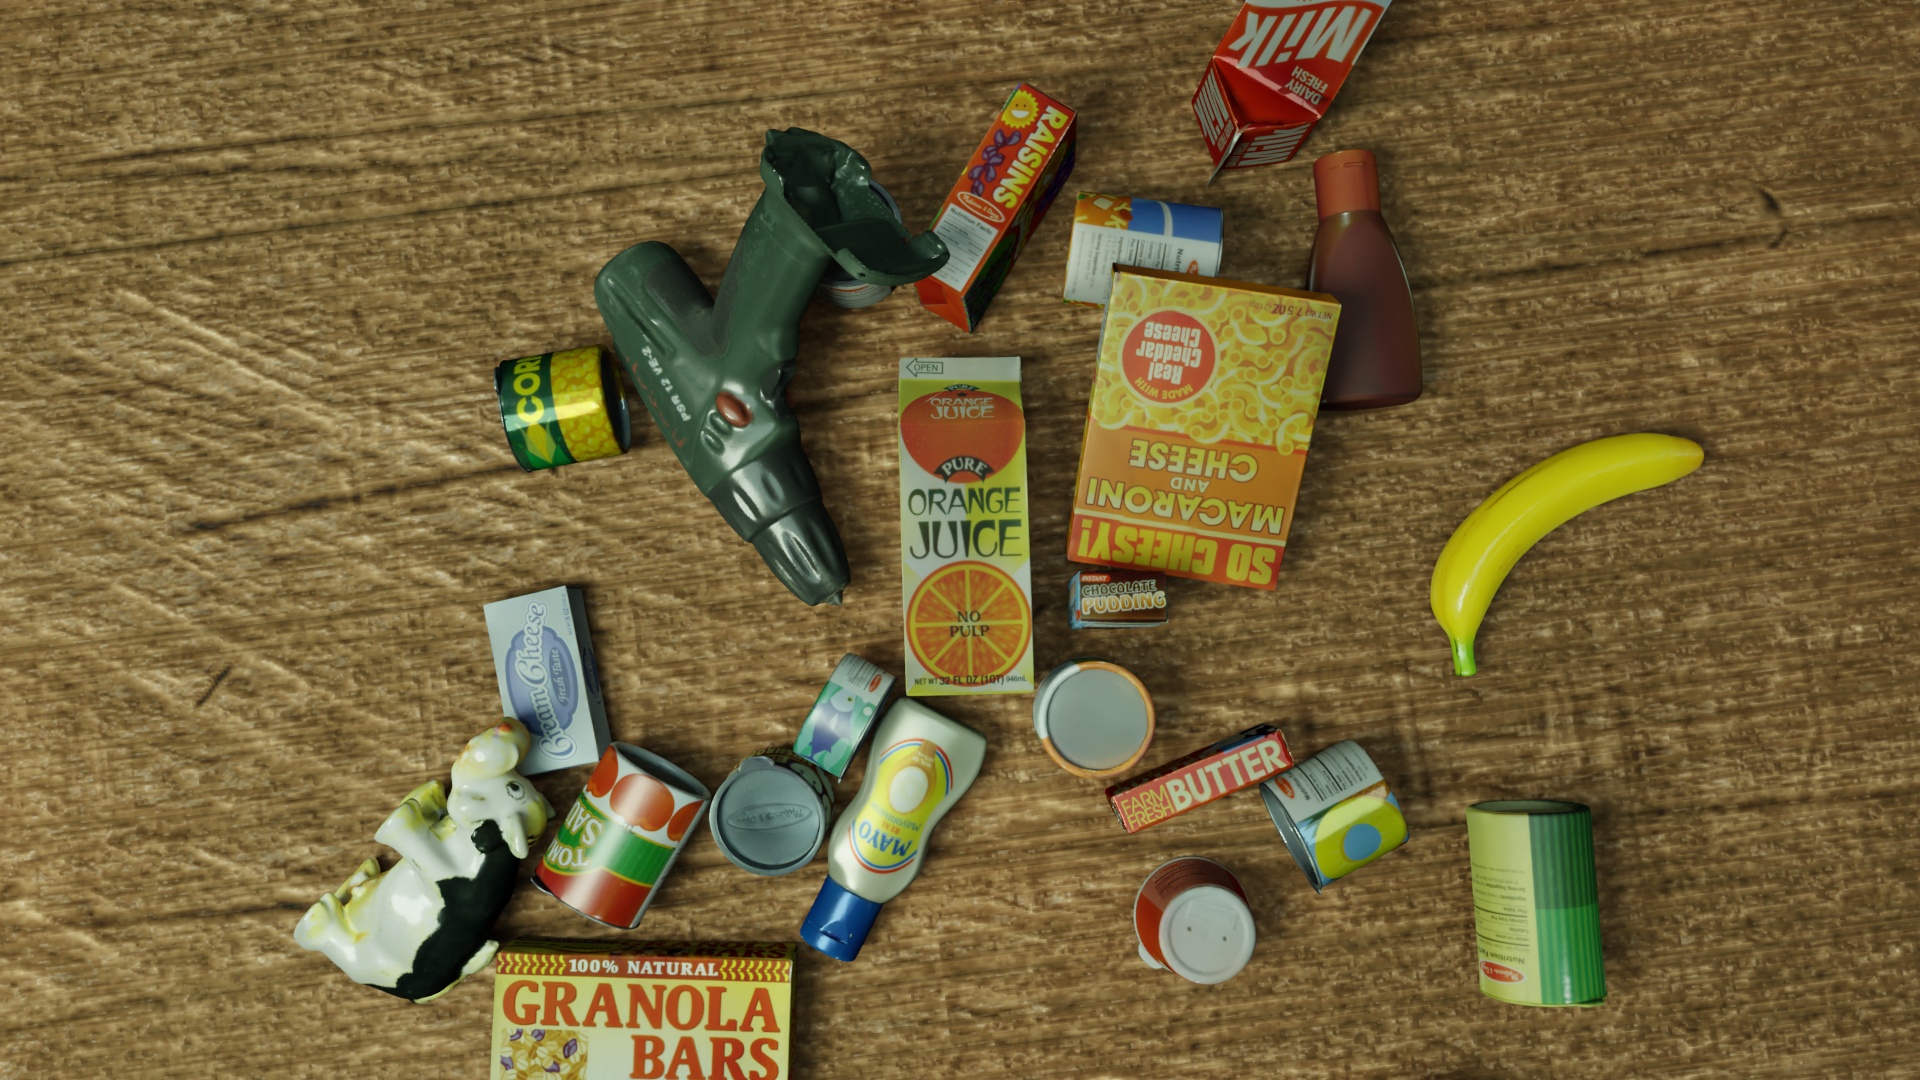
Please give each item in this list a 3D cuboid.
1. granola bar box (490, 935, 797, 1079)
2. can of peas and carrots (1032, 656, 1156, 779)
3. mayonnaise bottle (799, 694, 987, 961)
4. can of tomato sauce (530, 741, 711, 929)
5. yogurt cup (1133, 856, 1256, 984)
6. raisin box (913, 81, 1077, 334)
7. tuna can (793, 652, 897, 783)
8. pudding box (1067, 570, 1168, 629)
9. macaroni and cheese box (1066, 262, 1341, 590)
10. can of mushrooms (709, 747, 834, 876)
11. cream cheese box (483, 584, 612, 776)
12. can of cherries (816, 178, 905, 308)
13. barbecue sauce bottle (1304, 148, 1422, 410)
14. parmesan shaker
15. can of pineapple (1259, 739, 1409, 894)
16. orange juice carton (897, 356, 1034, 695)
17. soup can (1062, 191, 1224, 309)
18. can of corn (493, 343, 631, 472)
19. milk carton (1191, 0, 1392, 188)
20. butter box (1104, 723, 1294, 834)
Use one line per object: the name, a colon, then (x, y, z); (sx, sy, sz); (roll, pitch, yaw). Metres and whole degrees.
granola bar box: (-0.177, 0.292, 0.787); (0.166, 0.039, 0.124); (2, 87, 0)
can of peas and carrots: (0.078, 0.101, 0.790); (0.071, 0.058, 0.071); (0, 87, 0)
mayonnaise bottle: (-0.042, 0.166, 0.794); (0.065, 0.041, 0.148); (27, 86, -1)
can of tomato sauce: (-0.190, 0.164, 0.781); (0.071, 0.071, 0.083); (30, 86, 2)
yogurt cup: (0.135, 0.217, 0.784); (0.072, 0.054, 0.072); (0, 86, 0)
raisin box: (0.020, -0.188, 0.796); (0.040, 0.086, 0.123); (31, 87, 7)
tuna can: (-0.066, 0.101, 0.787); (0.033, 0.071, 0.071); (29, 87, 2)
pudding box: (0.087, 0.034, 0.782); (0.050, 0.083, 0.030); (-1, 84, 1)
macaroni and cheese box: (0.133, -0.063, 0.781); (0.124, 0.040, 0.165); (9, 110, 2)
can of mushrooms: (-0.107, 0.152, 0.792); (0.071, 0.033, 0.071); (1, 100, 5)
cream cheese box: (-0.239, 0.082, 0.806); (0.053, 0.024, 0.104); (-13, 86, 6)
can of cherries: (-0.065, -0.176, 0.810); (0.071, 0.058, 0.071); (0, 86, 1)
barbecue sauce bottle: (0.232, -0.152, 0.815); (0.065, 0.043, 0.148); (-4, 85, 0)
parmesan shaker: (0.324, 0.200, 0.777); (0.071, 0.071, 0.103); (-2, 86, 0)
can of pineapple: (0.211, 0.155, 0.783); (0.058, 0.071, 0.071); (-27, 87, -2)
orange juice carton: (0.003, -0.010, 0.790); (0.072, 0.073, 0.192); (-2, 86, 0)
soup can: (0.105, -0.166, 0.807); (0.084, 0.071, 0.071); (8, 86, 1)
can of corn: (-0.227, -0.078, 0.797); (0.058, 0.071, 0.071); (-11, 86, -1)
milk carton: (0.197, -0.295, 0.810); (0.073, 0.072, 0.190); (31, 87, 2)
butter box: (0.134, 0.135, 0.790); (0.103, 0.053, 0.024); (-22, 85, -1)
